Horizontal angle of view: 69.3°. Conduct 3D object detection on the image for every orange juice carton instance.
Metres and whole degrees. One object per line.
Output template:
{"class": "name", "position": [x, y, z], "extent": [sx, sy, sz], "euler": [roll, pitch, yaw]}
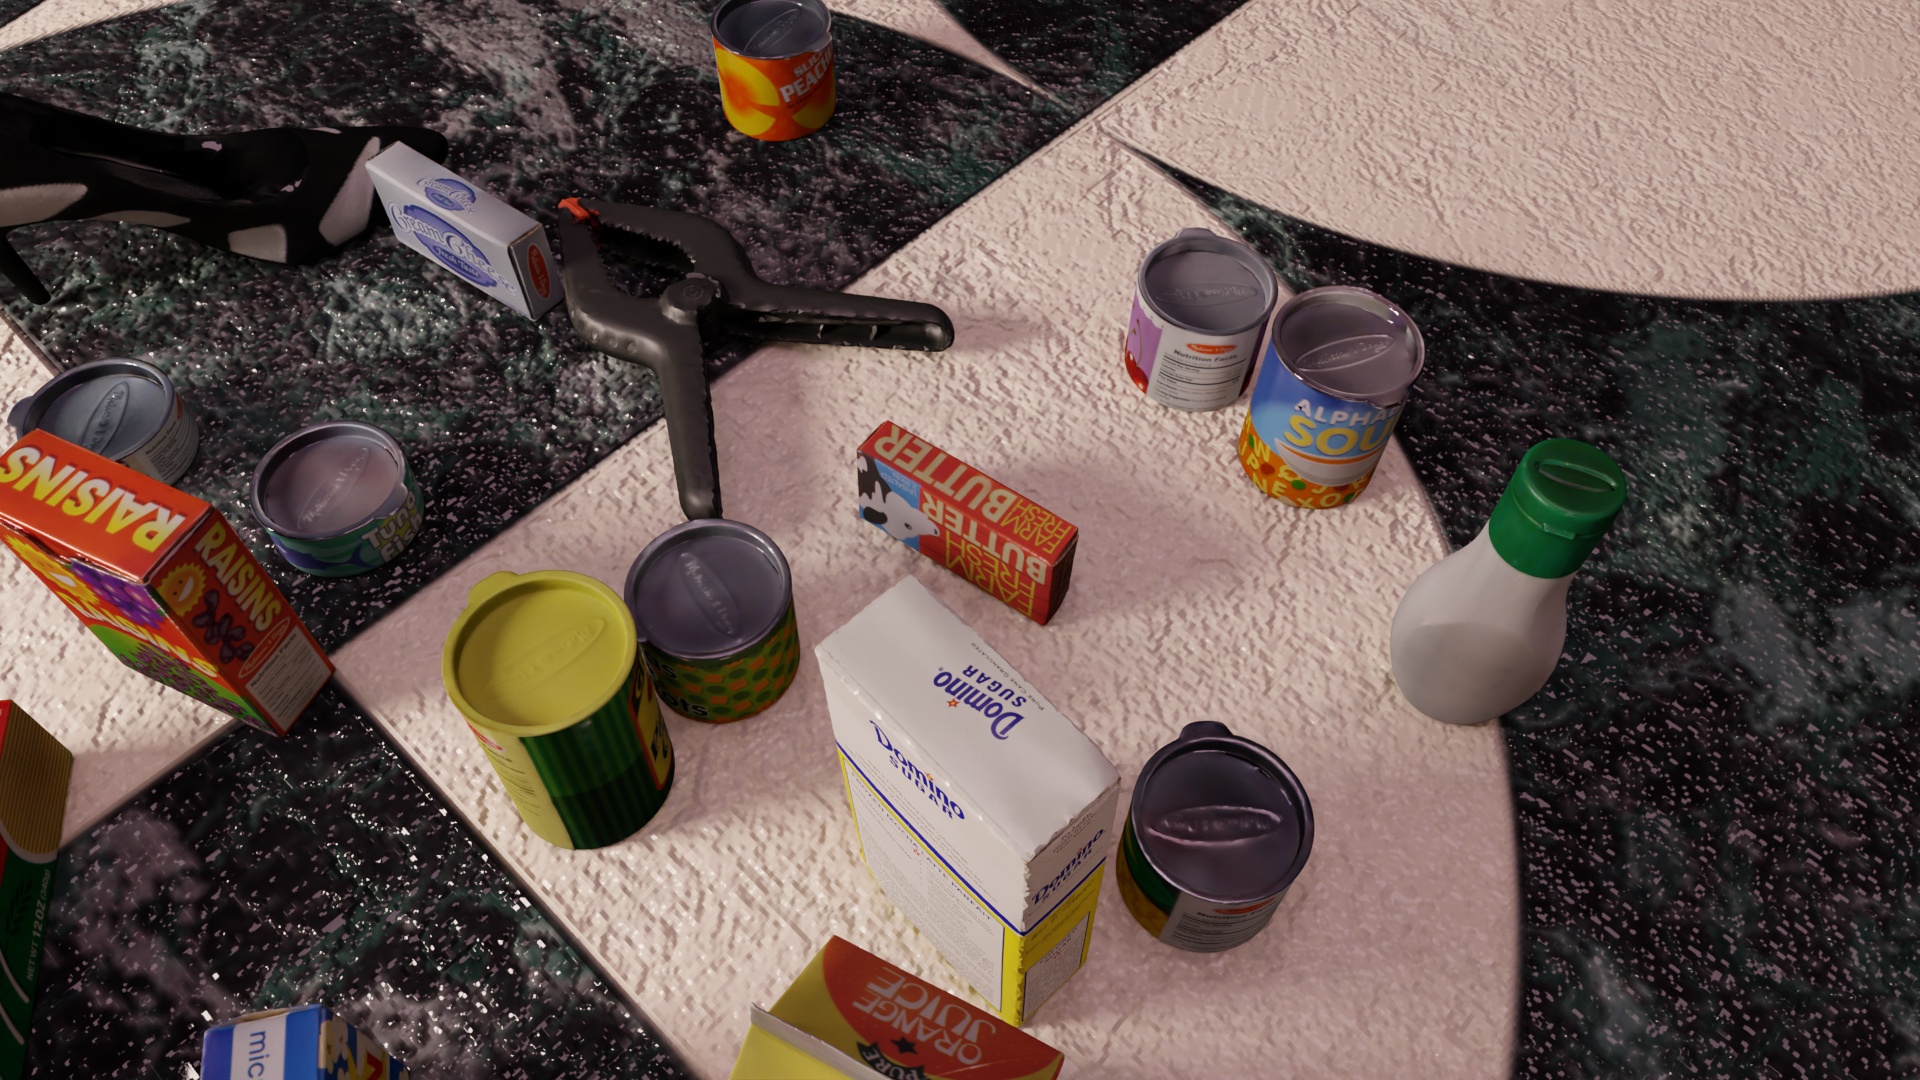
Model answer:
{"class": "orange juice carton", "position": [-0.021, 0.175, 0.397], "extent": [0.072, 0.191, 0.073], "euler": [24, 58, 14]}

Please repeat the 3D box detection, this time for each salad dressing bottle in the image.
{"class": "salad dressing bottle", "position": [0.211, 0.019, 0.539], "extent": [0.064, 0.147, 0.044], "euler": [18, 57, 11]}

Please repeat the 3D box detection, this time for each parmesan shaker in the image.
{"class": "parmesan shaker", "position": [-0.148, 0.064, 0.524], "extent": [0.071, 0.102, 0.071], "euler": [1, 56, -1]}

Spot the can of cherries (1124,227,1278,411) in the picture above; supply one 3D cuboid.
{"class": "can of cherries", "position": [0.116, -0.107, 0.677], "extent": [0.071, 0.058, 0.072], "euler": [1, 56, -1]}

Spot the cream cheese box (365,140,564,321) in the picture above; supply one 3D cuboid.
{"class": "cream cheese box", "position": [-0.250, -0.156, 0.703], "extent": [0.104, 0.053, 0.024], "euler": [31, 60, 18]}

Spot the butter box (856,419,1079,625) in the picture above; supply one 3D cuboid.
{"class": "butter box", "position": [0.002, -0.008, 0.608], "extent": [0.103, 0.052, 0.024], "euler": [30, 60, 18]}

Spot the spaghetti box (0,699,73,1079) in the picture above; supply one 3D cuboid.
{"class": "spaghetti box", "position": [-0.346, 0.175, 0.474], "extent": [0.029, 0.050, 0.251], "euler": [-9, 56, -8]}

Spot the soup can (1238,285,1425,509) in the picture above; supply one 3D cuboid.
{"class": "soup can", "position": [0.167, -0.061, 0.632], "extent": [0.071, 0.083, 0.072], "euler": [1, 56, -1]}

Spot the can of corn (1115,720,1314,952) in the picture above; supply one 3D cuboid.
{"class": "can of corn", "position": [0.094, 0.113, 0.525], "extent": [0.071, 0.058, 0.071], "euler": [1, 56, -1]}

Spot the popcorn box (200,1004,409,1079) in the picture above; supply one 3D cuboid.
{"class": "popcorn box", "position": [-0.200, 0.218, 0.427], "extent": [0.038, 0.084, 0.127], "euler": [-10, 56, -8]}

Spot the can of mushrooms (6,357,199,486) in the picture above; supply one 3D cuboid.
{"class": "can of mushrooms", "position": [-0.392, -0.049, 0.637], "extent": [0.071, 0.033, 0.071], "euler": [1, 55, -1]}

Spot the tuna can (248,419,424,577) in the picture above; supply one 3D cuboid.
{"class": "tuna can", "position": [-0.274, -0.018, 0.619], "extent": [0.071, 0.032, 0.071], "euler": [1, 55, -1]}

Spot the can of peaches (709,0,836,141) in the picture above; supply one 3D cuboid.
{"class": "can of peaches", "position": [-0.102, -0.267, 0.781], "extent": [0.071, 0.057, 0.071], "euler": [1, 56, -1]}

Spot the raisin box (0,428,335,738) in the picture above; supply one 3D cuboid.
{"class": "raisin box", "position": [-0.309, 0.020, 0.537], "extent": [0.086, 0.122, 0.040], "euler": [22, 58, 13]}

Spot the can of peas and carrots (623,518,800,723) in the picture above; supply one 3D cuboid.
{"class": "can of peas and carrots", "position": [-0.103, 0.035, 0.572], "extent": [0.071, 0.058, 0.071], "euler": [1, 56, -1]}
